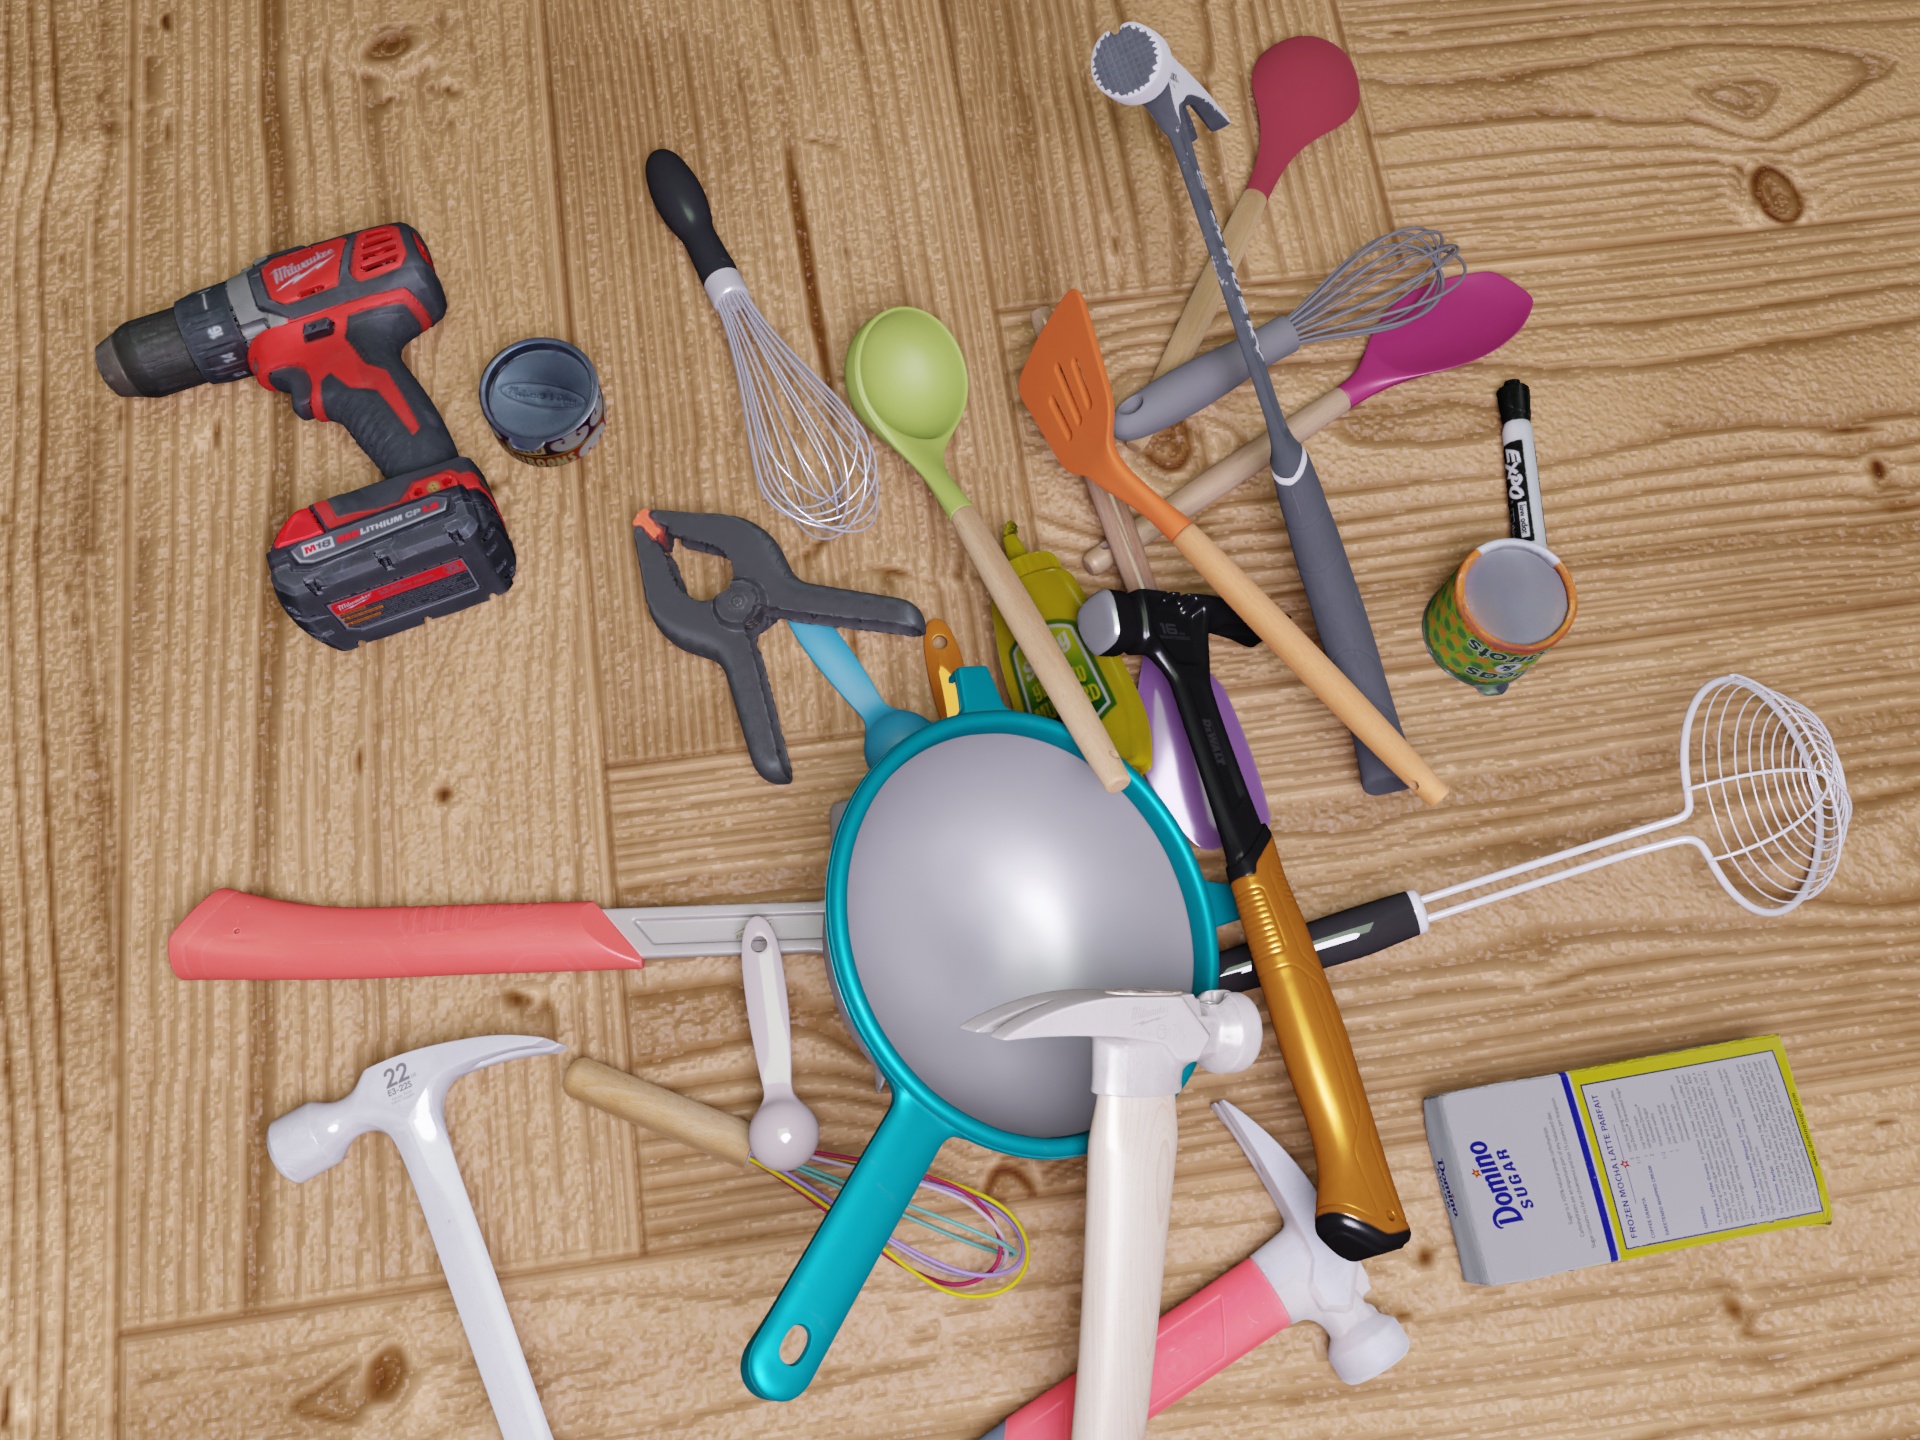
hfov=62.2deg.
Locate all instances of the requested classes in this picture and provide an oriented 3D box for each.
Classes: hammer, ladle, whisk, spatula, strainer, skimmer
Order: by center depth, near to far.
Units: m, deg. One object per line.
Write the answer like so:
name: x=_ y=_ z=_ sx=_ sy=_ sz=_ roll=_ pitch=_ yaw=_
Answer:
hammer: x=0.055 y=0.321 z=0.677 sx=0.146 sy=0.038 sz=0.411 roll=7 pitch=85 yaw=-34
hammer: x=-0.182 y=0.330 z=0.706 sx=0.144 sy=0.035 sz=0.406 roll=-28 pitch=69 yaw=-1
strainer: x=-0.015 y=0.153 z=0.736 sx=0.211 sy=0.095 sz=0.340 roll=41 pitch=57 yaw=-11
hammer: x=0.013 y=0.334 z=0.741 sx=0.386 sy=0.038 sz=0.143 roll=-30 pitch=75 yaw=-11
whisk: x=-0.082 y=0.219 z=0.773 sx=0.245 sy=0.051 sz=0.047 roll=20 pitch=78 yaw=7
hammer: x=0.154 y=0.088 z=0.777 sx=0.127 sy=0.034 sz=0.337 roll=2 pitch=63 yaw=-34
hammer: x=-0.210 y=0.119 z=0.802 sx=0.359 sy=0.036 sz=0.149 roll=-2 pitch=72 yaw=-3
spatula: x=0.137 y=-0.083 z=0.818 sx=0.041 sy=0.081 sz=0.323 roll=-35 pitch=77 yaw=-35
ladle: x=0.018 y=-0.097 z=0.825 sx=0.078 sy=0.062 sz=0.320 roll=2 pitch=47 yaw=-38
hammer: x=0.166 y=-0.153 z=0.834 sx=0.036 sy=0.149 sz=0.409 roll=-17 pitch=95 yaw=24
skimmer: x=0.292 y=0.079 z=0.836 sx=0.363 sy=0.090 sz=0.127 roll=-18 pitch=89 yaw=3
spatula: x=0.093 y=-0.082 z=0.871 sx=0.060 sy=0.018 sz=0.316 roll=-17 pitch=82 yaw=-9
whisk: x=-0.120 y=-0.221 z=0.907 sx=0.070 sy=0.070 sz=0.285 roll=-24 pitch=70 yaw=-9
whisk: x=0.188 y=-0.218 z=0.909 sx=0.239 sy=0.055 sz=0.055 roll=-30 pitch=76 yaw=-9
ladle: x=0.166 y=-0.294 z=0.954 sx=0.069 sy=0.031 sz=0.315 roll=25 pitch=75 yaw=4

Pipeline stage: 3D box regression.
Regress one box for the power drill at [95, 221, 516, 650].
power drill: x=-0.355 y=-0.156 z=0.865 sx=0.188 sy=0.080 sz=0.227 roll=-21 pitch=72 yaw=-9

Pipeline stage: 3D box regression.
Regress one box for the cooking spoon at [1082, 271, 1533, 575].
cooking spoon: x=0.201 y=-0.173 z=0.919 sx=0.319 sy=0.017 sz=0.069 roll=-34 pitch=56 yaw=-11

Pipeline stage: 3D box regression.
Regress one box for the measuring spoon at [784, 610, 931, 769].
measuring spoon: x=-0.057 y=-0.021 z=0.859 sx=0.042 sy=0.021 sz=0.129 roll=-35 pitch=77 yaw=-12

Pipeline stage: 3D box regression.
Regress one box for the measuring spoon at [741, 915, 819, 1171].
measuring spoon: x=-0.092 y=0.153 z=0.767 sx=0.034 sy=0.018 sz=0.124 roll=-10 pitch=70 yaw=-1

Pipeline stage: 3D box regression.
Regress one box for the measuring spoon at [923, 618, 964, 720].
measuring spoon: x=-0.001 y=-0.003 z=0.861 sx=0.021 sy=0.011 sz=0.117 roll=-12 pitch=73 yaw=-6
